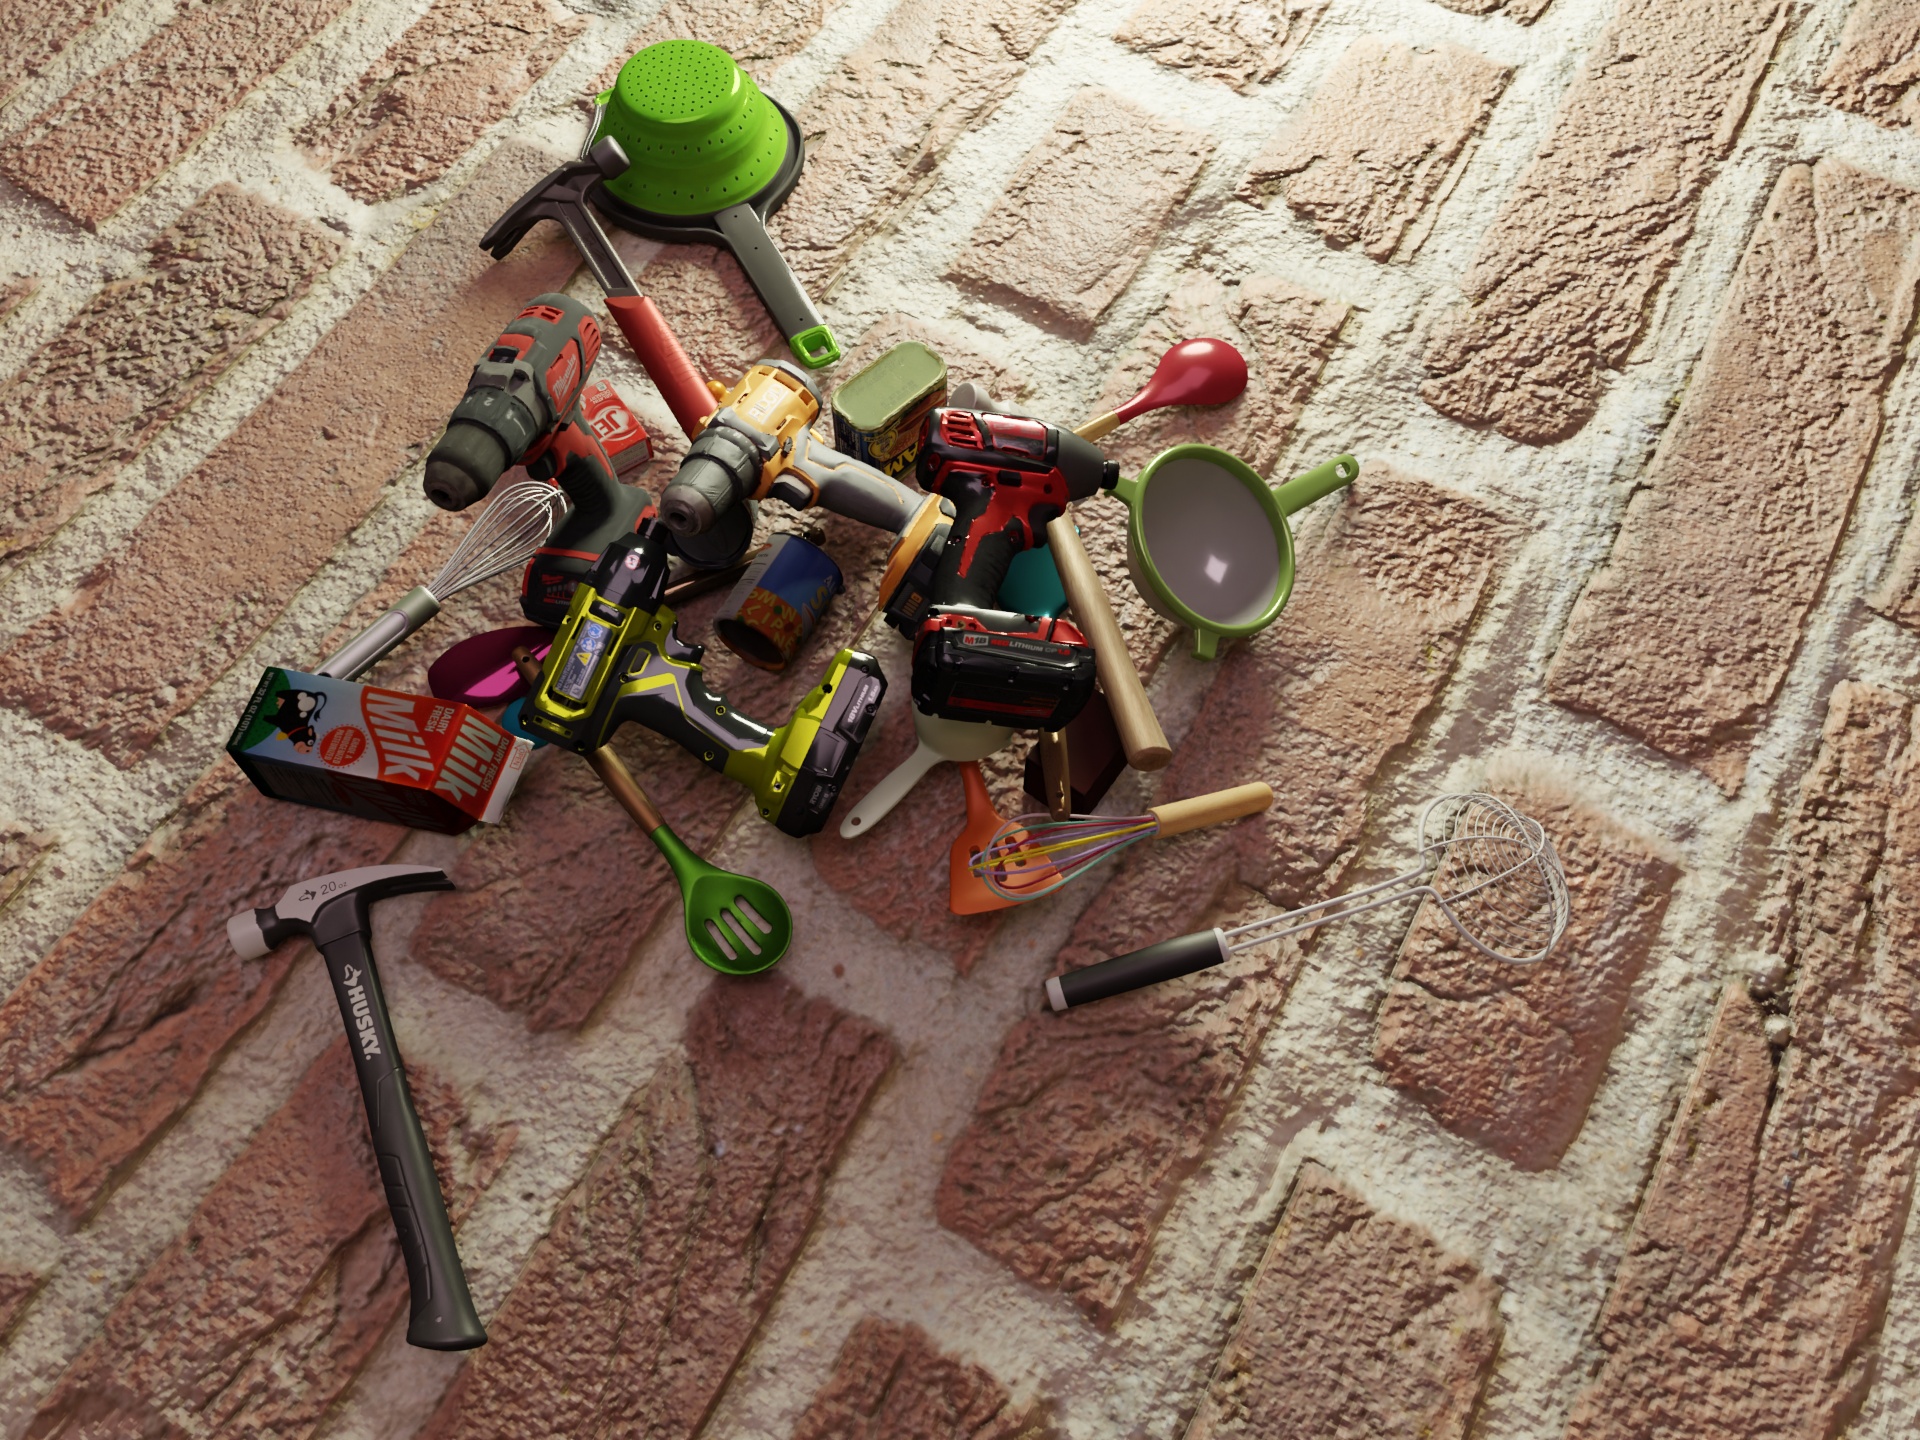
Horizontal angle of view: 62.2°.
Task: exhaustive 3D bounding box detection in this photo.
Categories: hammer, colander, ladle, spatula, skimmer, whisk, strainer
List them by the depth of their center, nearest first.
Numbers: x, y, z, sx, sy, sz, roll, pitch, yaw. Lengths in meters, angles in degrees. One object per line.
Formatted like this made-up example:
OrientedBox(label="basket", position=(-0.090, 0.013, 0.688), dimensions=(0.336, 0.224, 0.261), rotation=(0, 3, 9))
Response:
OrientedBox(label="hammer", position=(-0.366, 0.245, 1.032), dimensions=(0.146, 0.035, 0.335), rotation=(-22, 64, -10))
OrientedBox(label="whisk", position=(0.115, 0.076, 1.083), dimensions=(0.245, 0.047, 0.051), rotation=(-12, 52, -27))
OrientedBox(label="skimmer", position=(0.238, 0.144, 1.088), dimensions=(0.363, 0.090, 0.127), rotation=(-17, 66, 2))
OrientedBox(label="spatula", position=(0.059, -0.041, 1.140), dimensions=(0.082, 0.044, 0.318), rotation=(-3, 37, 0))
OrientedBox(label="hammer", position=(0.087, -0.105, 1.159), dimensions=(0.130, 0.031, 0.332), rotation=(16, 45, -43))
OrientedBox(label="spatula", position=(-0.002, -0.004, 1.159), dimensions=(0.081, 0.041, 0.323), rotation=(-13, 62, -3))
OrientedBox(label="whisk", position=(-0.395, -0.097, 1.202), dimensions=(0.246, 0.059, 0.058), rotation=(-44, 96, -19))
OrientedBox(label="strainer", position=(0.212, -0.148, 1.226), dimensions=(0.256, 0.069, 0.151), rotation=(-29, 91, -35))
OrientedBox(label="ladle", position=(0.103, -0.234, 1.290), dimensions=(0.315, 0.031, 0.069), rotation=(-30, 68, -13))
OrientedBox(label="hammer", position=(-0.265, -0.314, 1.312), dimensions=(0.149, 0.036, 0.359), rotation=(-36, 71, 10))
OrientedBox(label="colander", position=(-0.205, -0.467, 1.373), dimensions=(0.204, 0.094, 0.397), rotation=(-25, 65, -13))

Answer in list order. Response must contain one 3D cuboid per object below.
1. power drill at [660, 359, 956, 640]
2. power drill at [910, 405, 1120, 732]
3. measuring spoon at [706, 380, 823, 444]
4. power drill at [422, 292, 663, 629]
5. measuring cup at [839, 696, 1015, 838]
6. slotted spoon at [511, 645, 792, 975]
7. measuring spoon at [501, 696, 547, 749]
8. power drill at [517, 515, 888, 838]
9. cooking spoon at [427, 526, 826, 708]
OrientedBox(label="power drill", position=(-0.094, -0.150, 1.145), dimensions=(0.226, 0.084, 0.185), rotation=(33, 44, -4))
OrientedBox(label="power drill", position=(0.038, -0.109, 1.076), dimensions=(0.143, 0.078, 0.220), rotation=(7, 64, -9))
OrientedBox(label="measuring spoon", position=(-0.162, -0.252, 1.306), dimensions=(0.117, 0.011, 0.021), rotation=(28, 66, 14))
OrientedBox(label="power drill", position=(-0.292, -0.160, 1.121), dimensions=(0.080, 0.226, 0.188), rotation=(9, 52, 15))
OrientedBox(label="measuring cup", position=(-0.027, 0.017, 1.113), dimensions=(0.083, 0.038, 0.167), rotation=(35, 66, 24))
OrientedBox(label="slotted spoon", position=(-0.226, 0.059, 1.124), dimensions=(0.070, 0.031, 0.314), rotation=(-36, 71, -18))
OrientedBox(label="measuring spoon", position=(-0.283, -0.025, 1.180), dimensions=(0.128, 0.021, 0.042), rotation=(-34, 67, -14))
OrientedBox(label="power drill", position=(-0.171, -0.028, 1.105), dimensions=(0.223, 0.080, 0.171), rotation=(25, 84, -3))
OrientedBox(label="cooking spoon", position=(-0.251, -0.085, 1.214), dimensions=(0.319, 0.017, 0.069), rotation=(-23, 60, -12))
